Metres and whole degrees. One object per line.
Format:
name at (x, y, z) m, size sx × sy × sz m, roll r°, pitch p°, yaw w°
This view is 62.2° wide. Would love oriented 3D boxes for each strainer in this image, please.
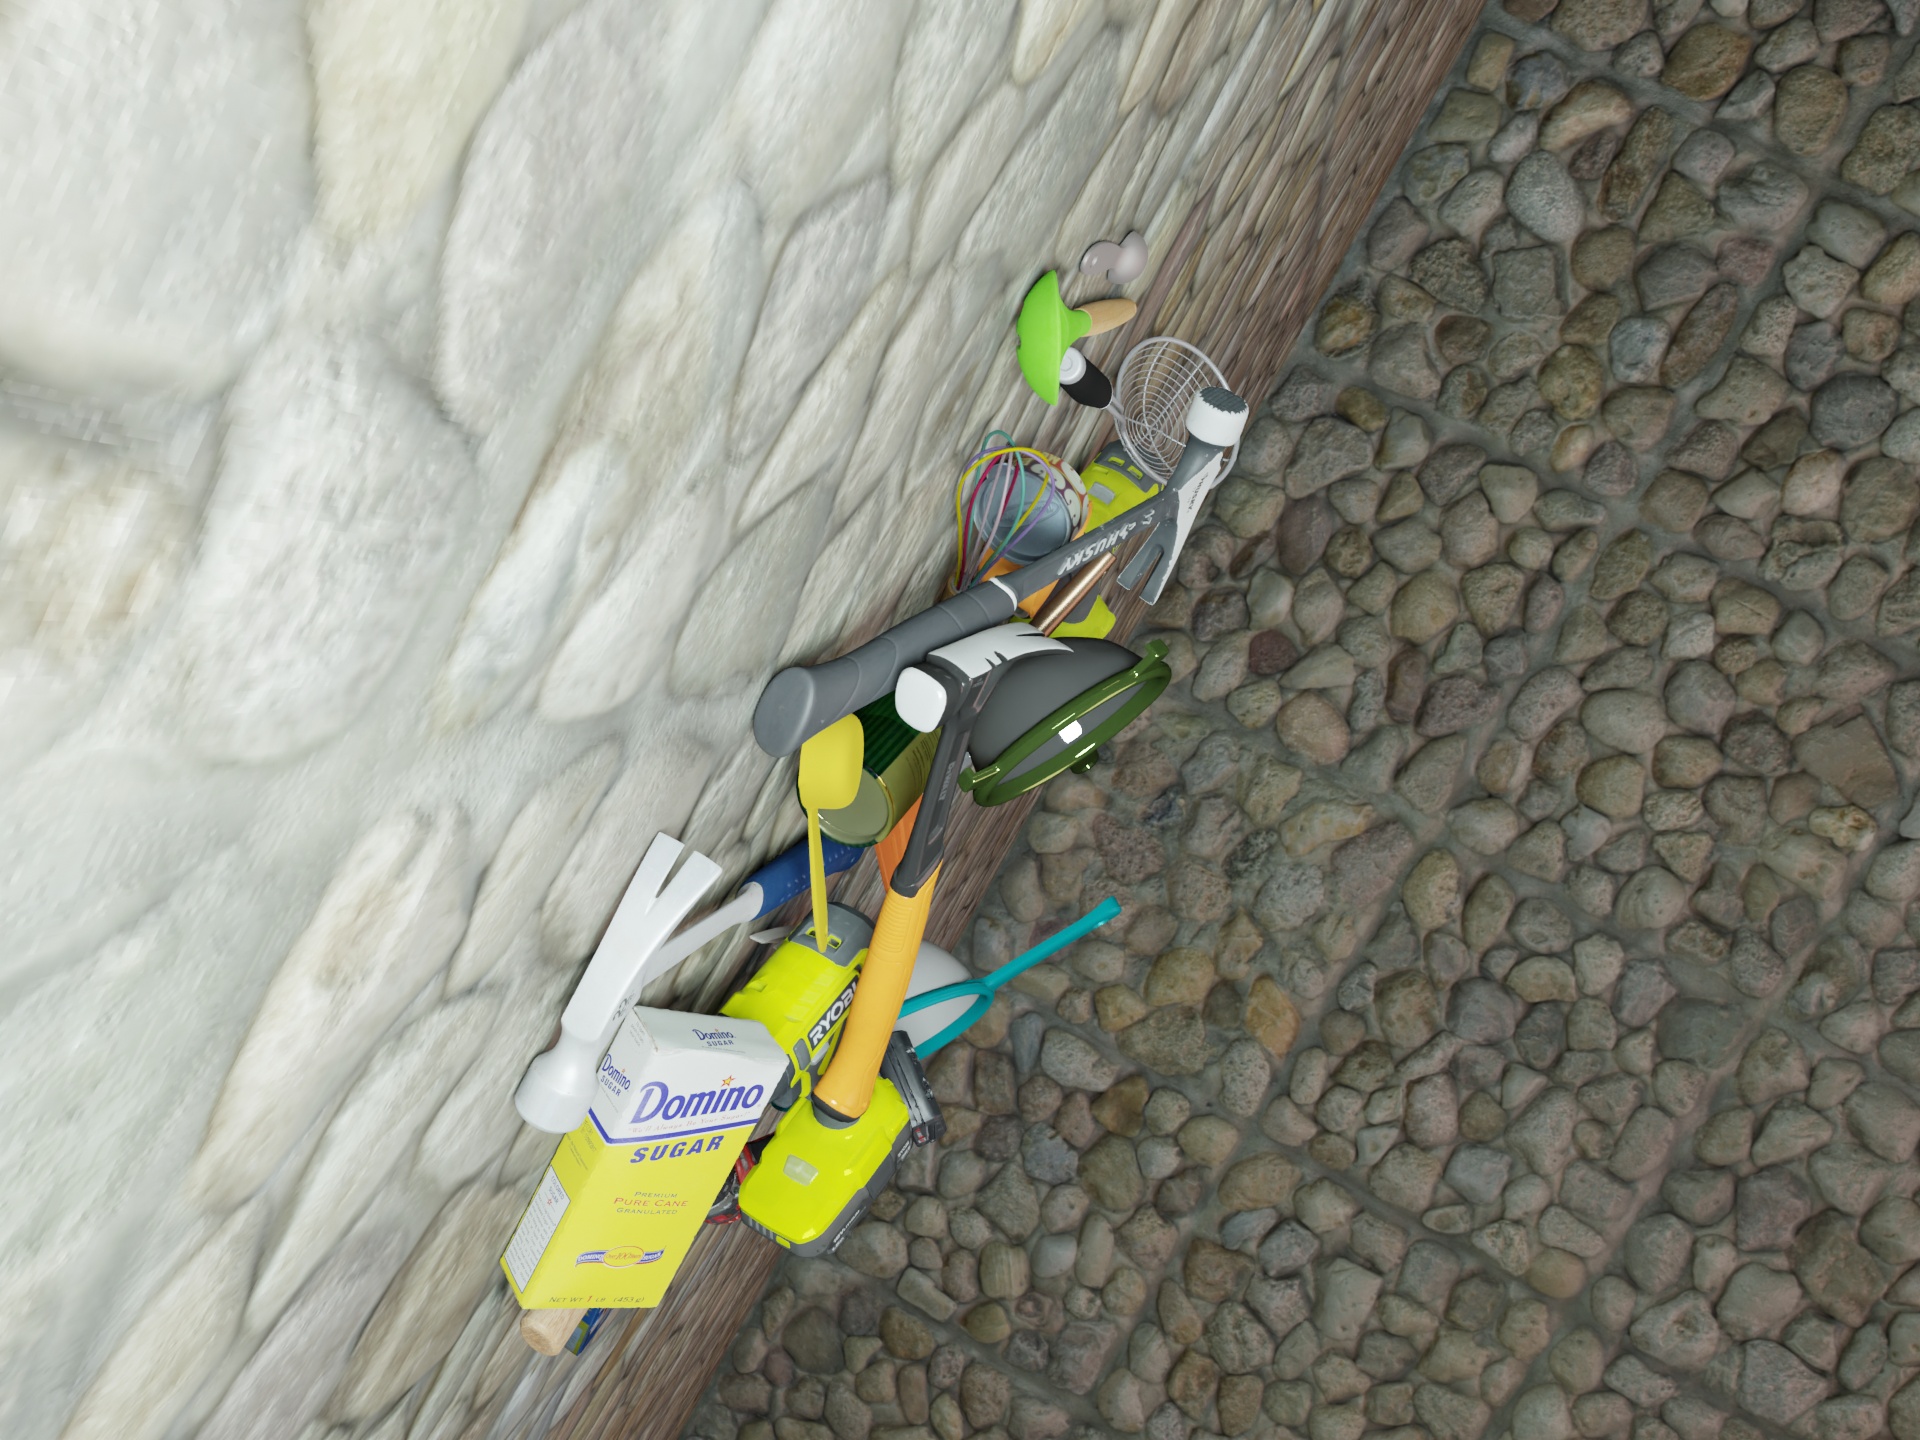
strainer at (0.063, -0.006, 1.072) m, size 0.151 × 0.069 × 0.256 m, roll -35°, pitch 169°, yaw 2°
strainer at (-0.029, 0.214, 1.368) m, size 0.340 × 0.095 × 0.210 m, roll -31°, pitch 159°, yaw 1°

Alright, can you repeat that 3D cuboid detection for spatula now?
spatula at (-0.002, -0.004, 1.131) m, size 0.316 × 0.018 × 0.059 m, roll -47°, pitch 171°, yaw 5°
spatula at (-0.075, 0.192, 1.151) m, size 0.081 × 0.041 × 0.322 m, roll -33°, pitch 145°, yaw -62°

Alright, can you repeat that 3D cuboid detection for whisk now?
whisk at (0.003, -0.097, 0.992) m, size 0.047 × 0.051 × 0.244 m, roll -32°, pitch 164°, yaw -27°

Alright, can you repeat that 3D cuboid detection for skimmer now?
skimmer at (0.137, -0.235, 1.134) m, size 0.363 × 0.090 × 0.127 m, roll -12°, pitch 88°, yaw -75°

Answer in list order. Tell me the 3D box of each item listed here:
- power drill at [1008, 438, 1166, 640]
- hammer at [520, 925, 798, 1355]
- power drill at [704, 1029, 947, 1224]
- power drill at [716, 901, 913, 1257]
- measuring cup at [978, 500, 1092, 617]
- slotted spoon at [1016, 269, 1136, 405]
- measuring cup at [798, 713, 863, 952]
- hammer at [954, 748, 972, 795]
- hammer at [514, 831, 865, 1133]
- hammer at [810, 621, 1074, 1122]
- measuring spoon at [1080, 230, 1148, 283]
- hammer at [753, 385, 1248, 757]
power drill at (0.083, -0.106, 1.336) m, size 0.191 × 0.080 × 0.228 m, roll -50°, pitch 166°, yaw -32°
hammer at (-0.173, 0.260, 1.033) m, size 0.331 × 0.031 × 0.130 m, roll -53°, pitch 152°, yaw -43°
power drill at (-0.131, 0.334, 1.281) m, size 0.226 × 0.080 × 0.187 m, roll -23°, pitch 158°, yaw -7°
power drill at (-0.106, 0.248, 1.046) m, size 0.171 × 0.080 × 0.223 m, roll -49°, pitch 146°, yaw -34°
measuring cup at (0.037, -0.114, 1.082) m, size 0.095 × 0.052 × 0.173 m, roll -63°, pitch 170°, yaw 23°
slotted spoon at (0.075, -0.236, 0.946) m, size 0.314 × 0.031 × 0.070 m, roll -49°, pitch 140°, yaw -67°
measuring cup at (-0.070, 0.066, 0.906) m, size 0.062 × 0.029 × 0.156 m, roll -73°, pitch 165°, yaw -64°
hammer at (0.027, 0.022, 1.617) m, size 0.128 × 0.033 × 0.331 m, roll -59°, pitch 173°, yaw 2°
hammer at (-0.121, 0.102, 0.906) m, size 0.144 × 0.035 × 0.405 m, roll -61°, pitch 173°, yaw 11°
hammer at (-0.026, 0.099, 0.915) m, size 0.127 × 0.034 × 0.336 m, roll -25°, pitch 140°, yaw -51°
measuring spoon at (0.094, -0.276, 0.961) m, size 0.034 × 0.018 × 0.124 m, roll -63°, pitch 171°, yaw 23°
hammer at (0.032, -0.074, 0.905) m, size 0.409 × 0.036 × 0.149 m, roll -32°, pitch 151°, yaw -44°
